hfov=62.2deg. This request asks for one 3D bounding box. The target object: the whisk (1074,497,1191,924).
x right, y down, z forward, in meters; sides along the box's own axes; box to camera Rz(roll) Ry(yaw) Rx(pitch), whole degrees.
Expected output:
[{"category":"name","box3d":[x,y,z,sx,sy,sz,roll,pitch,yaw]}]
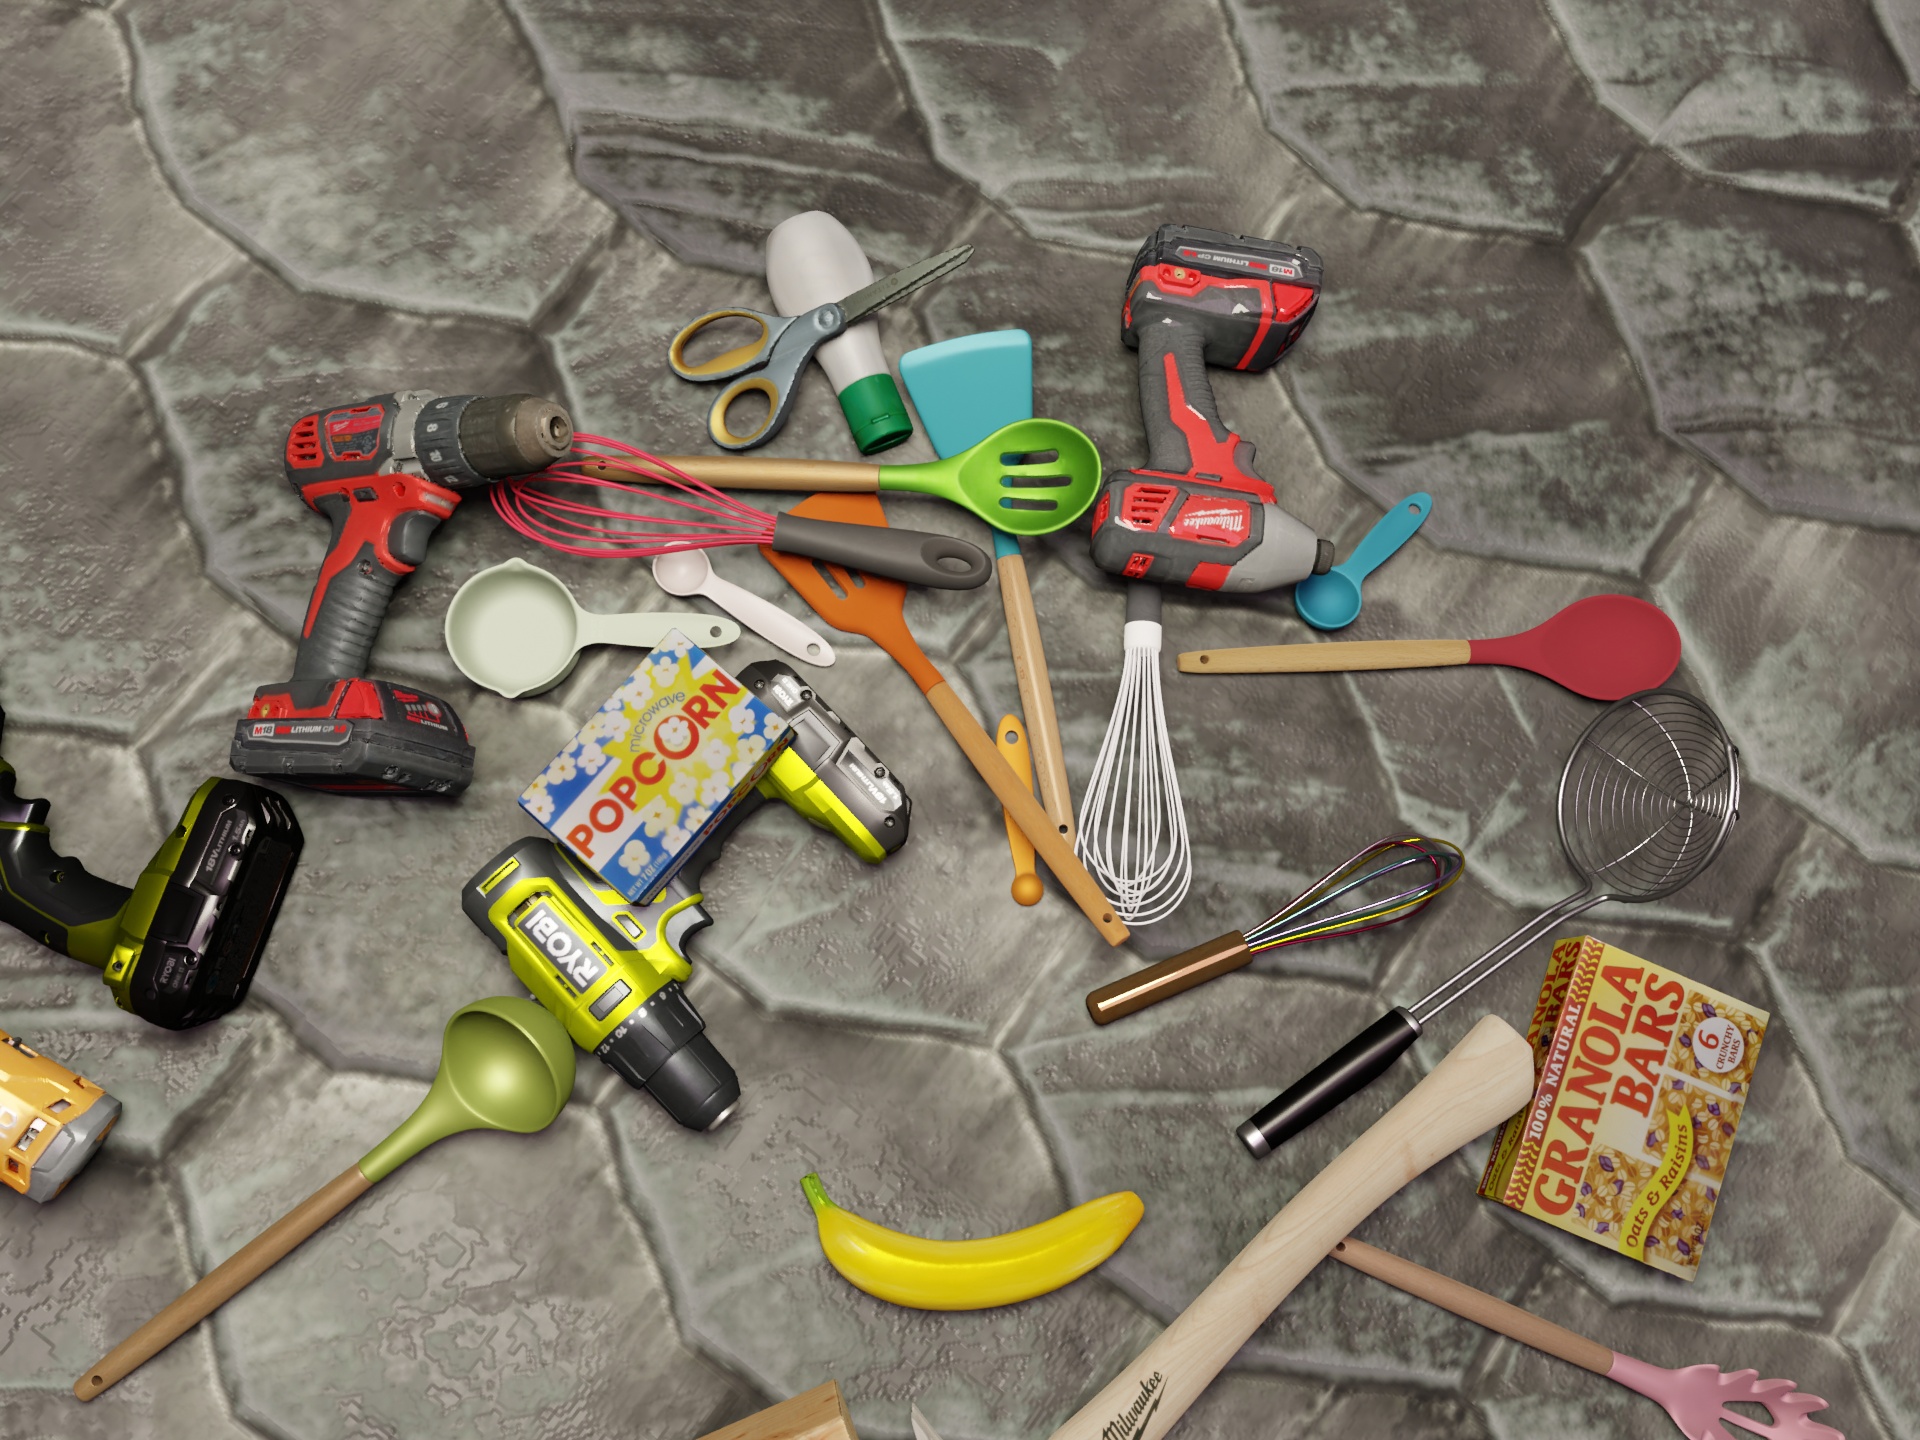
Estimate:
[{"category":"whisk","box3d":[0.110,-0.019,0.957,0.070,0.070,0.285,6,74,-5]}]

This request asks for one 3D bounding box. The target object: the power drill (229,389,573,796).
[{"category":"power drill","box3d":[-0.303,-0.075,0.876,0.188,0.080,0.227,-1,77,28]}]

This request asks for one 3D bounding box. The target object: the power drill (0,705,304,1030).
[{"category":"power drill","box3d":[-0.490,0.066,0.866,0.223,0.080,0.171,17,79,0]}]

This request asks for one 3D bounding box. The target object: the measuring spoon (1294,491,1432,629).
[{"category":"measuring spoon","box3d":[0.257,-0.101,1.009,0.042,0.021,0.128,42,69,12]}]

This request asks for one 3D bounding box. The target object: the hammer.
[{"category":"hammer","box3d":[0.161,0.310,0.896,0.410,0.038,0.146,-42,85,-8]}]

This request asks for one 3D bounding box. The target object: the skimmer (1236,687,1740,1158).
[{"category":"skimmer","box3d":[0.299,0.121,0.931,0.363,0.127,0.090,-35,118,-5]}]

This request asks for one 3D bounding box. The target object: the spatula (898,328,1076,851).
[{"category":"spatula","box3d":[0.032,-0.076,0.962,0.082,0.044,0.317,-11,81,1]}]

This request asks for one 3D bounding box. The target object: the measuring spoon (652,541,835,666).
[{"category":"measuring spoon","box3d":[-0.130,-0.066,0.961,0.124,0.018,0.034,32,71,-7]}]

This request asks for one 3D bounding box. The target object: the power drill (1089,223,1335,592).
[{"category":"power drill","box3d":[0.158,-0.181,0.961,0.143,0.078,0.220,9,69,-5]}]

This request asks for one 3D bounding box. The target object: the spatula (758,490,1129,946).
[{"category":"spatula","box3d":[-0.001,-0.003,0.930,0.081,0.041,0.323,-33,72,-11]}]

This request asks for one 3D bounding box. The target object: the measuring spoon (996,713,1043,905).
[{"category":"measuring spoon","box3d":[0.035,0.053,0.955,0.021,0.011,0.117,-4,80,-7]}]

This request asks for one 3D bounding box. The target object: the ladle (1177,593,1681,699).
[{"category":"ladle","box3d":[0.291,-0.041,0.993,0.315,0.031,0.069,-2,75,-5]}]

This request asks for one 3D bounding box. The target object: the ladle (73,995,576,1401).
[{"category":"ladle","box3d":[-0.340,0.259,0.842,0.320,0.062,0.078,-38,91,-4]}]

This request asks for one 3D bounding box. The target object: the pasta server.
[{"category":"pasta server","box3d":[0.353,0.361,0.920,0.316,0.040,0.060,24,75,0]}]

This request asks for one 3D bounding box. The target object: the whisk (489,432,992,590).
[{"category":"whisk","box3d":[-0.126,-0.115,0.926,0.296,0.073,0.073,10,79,-4]}]

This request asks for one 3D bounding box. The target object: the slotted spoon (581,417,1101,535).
[{"category":"slotted spoon","box3d":[-0.073,-0.148,0.950,0.314,0.031,0.070,2,87,6]}]

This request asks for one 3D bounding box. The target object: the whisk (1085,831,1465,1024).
[{"category":"whisk","box3d":[0.188,0.125,0.949,0.245,0.051,0.047,-22,62,-6]}]

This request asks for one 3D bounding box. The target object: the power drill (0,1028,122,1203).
[{"category":"power drill","box3d":[-0.579,0.243,0.809,0.185,0.084,0.226,37,75,-11]}]

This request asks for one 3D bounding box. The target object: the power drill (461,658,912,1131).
[{"category":"power drill","box3d":[-0.137,0.096,0.897,0.228,0.080,0.190,-43,85,-9]}]

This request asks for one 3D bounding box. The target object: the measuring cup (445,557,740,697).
[{"category":"measuring cup","box3d":[-0.214,-0.050,0.936,0.167,0.038,0.083,1,80,-8]}]
